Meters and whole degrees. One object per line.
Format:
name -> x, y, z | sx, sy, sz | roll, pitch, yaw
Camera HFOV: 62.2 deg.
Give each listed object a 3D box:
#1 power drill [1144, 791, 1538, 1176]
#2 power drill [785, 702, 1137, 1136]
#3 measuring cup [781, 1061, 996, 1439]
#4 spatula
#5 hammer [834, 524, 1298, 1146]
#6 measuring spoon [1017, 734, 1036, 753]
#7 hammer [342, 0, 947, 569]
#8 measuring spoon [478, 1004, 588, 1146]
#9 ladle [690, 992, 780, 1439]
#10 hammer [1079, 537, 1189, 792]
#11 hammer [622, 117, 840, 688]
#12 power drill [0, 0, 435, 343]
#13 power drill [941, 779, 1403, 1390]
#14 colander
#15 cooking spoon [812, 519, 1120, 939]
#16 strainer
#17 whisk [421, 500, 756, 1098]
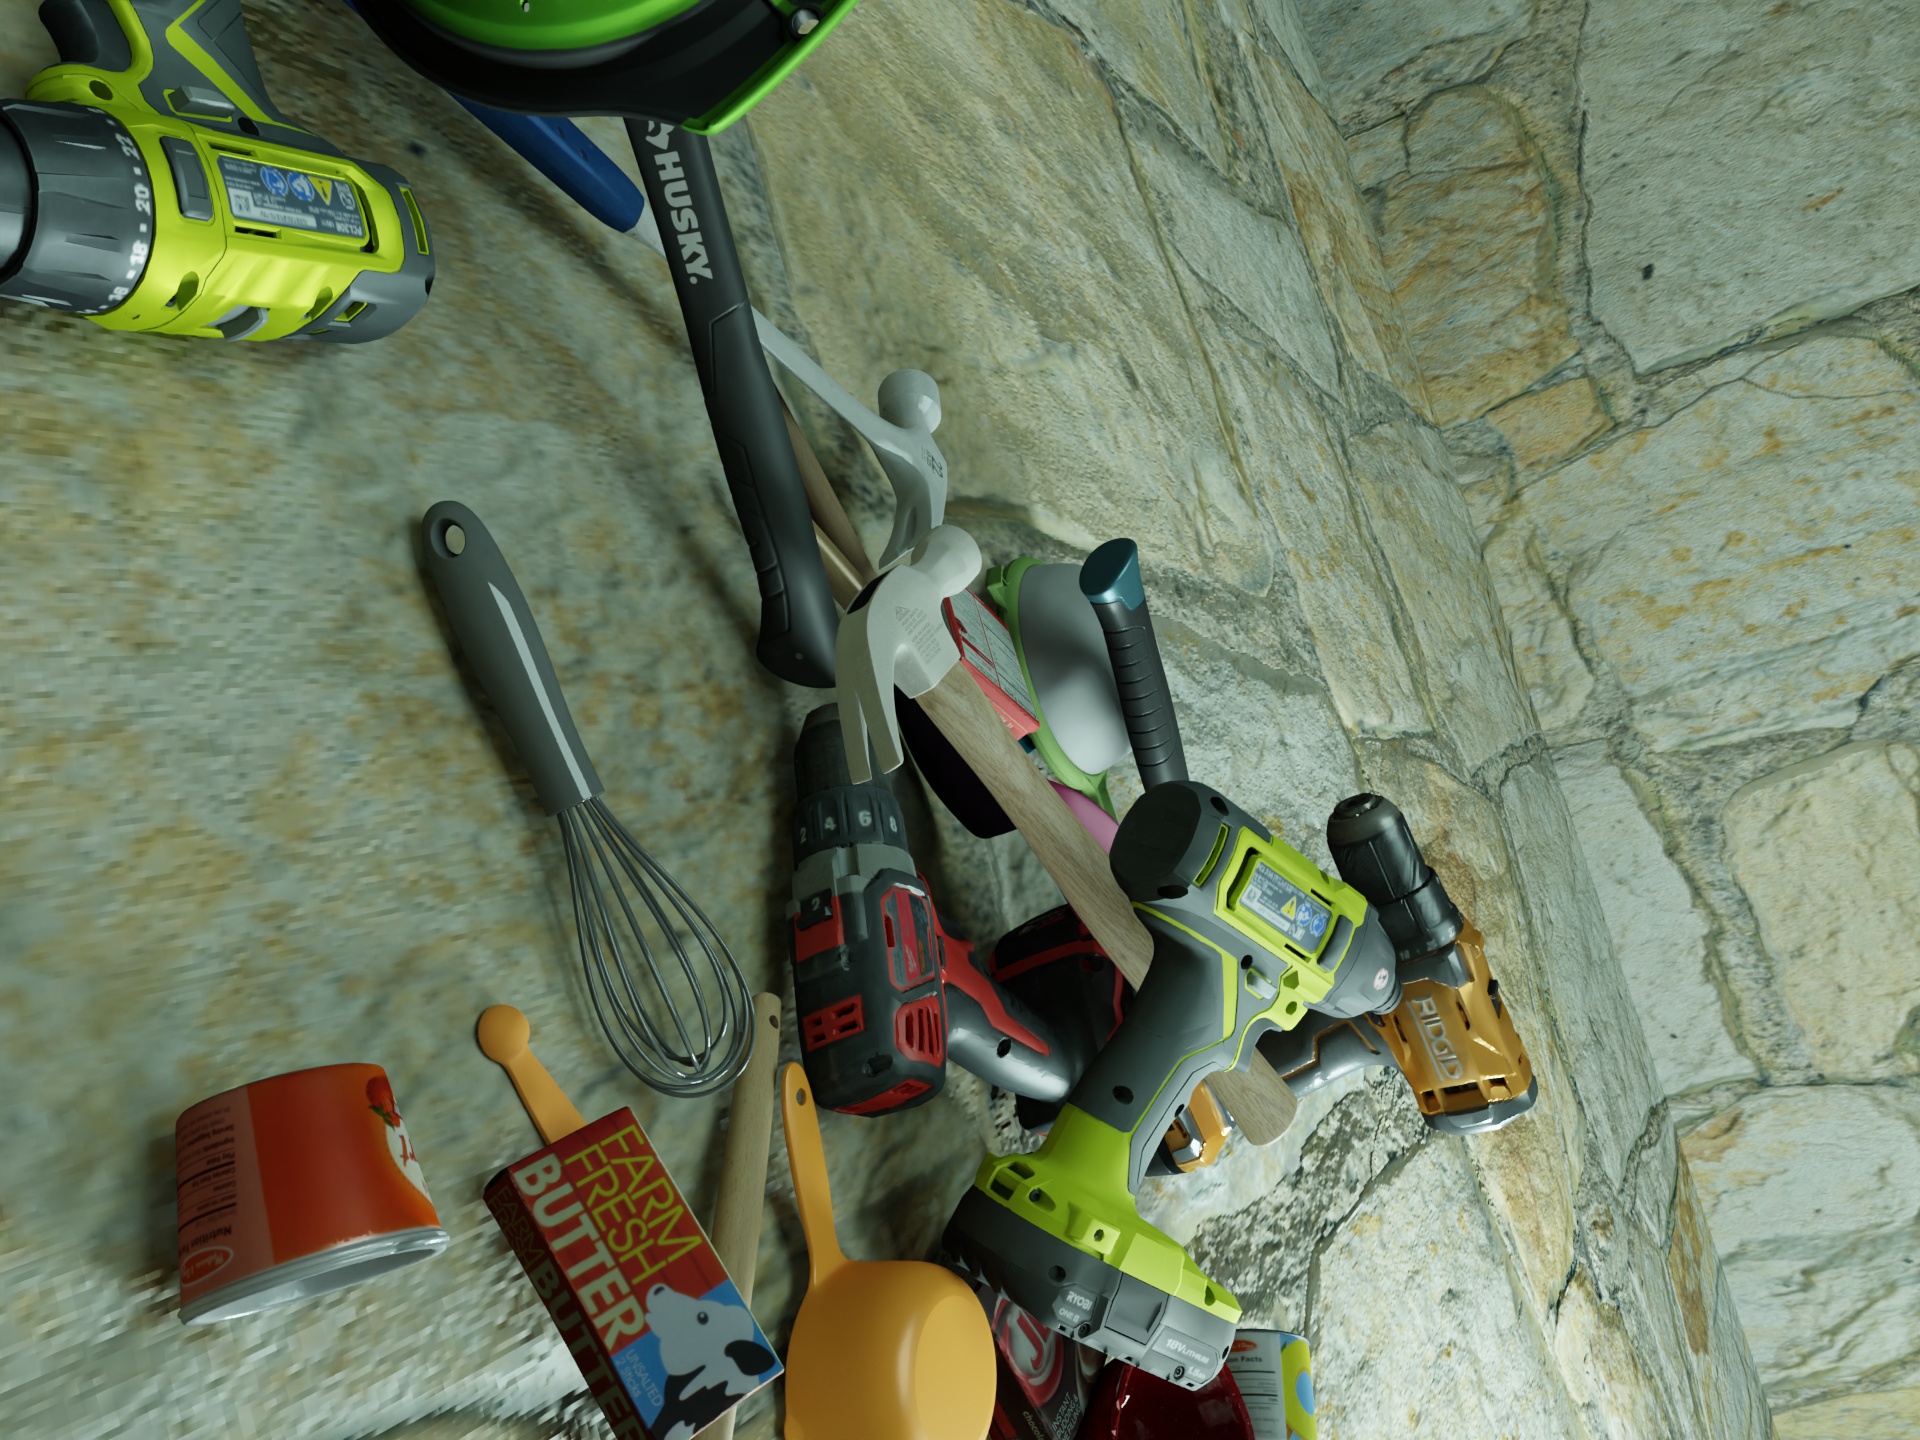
power drill -> 0.173, 0.148, 0.864 | 0.185, 0.226, 0.084 | 65, 29, -9
power drill -> 0.003, 0.103, 0.758 | 0.226, 0.080, 0.188 | 27, 45, -47
measuring cup -> -0.032, 0.218, 0.627 | 0.095, 0.052, 0.173 | -16, 94, -61
spatula -> -0.056, -0.079, 0.803 | 0.018, 0.060, 0.316 | -32, 97, -39
hammer -> 0.056, 0.071, 0.742 | 0.331, 0.031, 0.130 | 53, 43, -12
measuring spoon -> 0.020, 0.018, 0.907 | 0.042, 0.021, 0.128 | 65, 19, 0
hammer -> -0.138, -0.216, 0.710 | 0.405, 0.035, 0.144 | 38, 33, -38
measuring spoon -> -0.132, 0.147, 0.556 | 0.117, 0.011, 0.021 | 62, 29, -15
ladle -> -0.094, 0.233, 0.554 | 0.078, 0.062, 0.320 | 43, 32, -33
hammer -> 0.126, 0.051, 0.945 | 0.128, 0.033, 0.330 | -42, 124, -43
hammer -> -0.092, -0.158, 0.659 | 0.035, 0.146, 0.334 | -77, 158, -55
power drill -> -0.271, -0.229, 0.483 | 0.190, 0.080, 0.228 | -17, 91, -63
power drill -> 0.103, 0.160, 0.692 | 0.171, 0.080, 0.223 | 35, 78, -31
colander -> -0.191, -0.368, 0.534 | 0.397, 0.204, 0.094 | 44, 1, 13
cooking spoon -> -0.001, -0.002, 0.769 | 0.319, 0.017, 0.069 | 50, 42, -8
strainer -> 0.100, 0.013, 0.975 | 0.151, 0.069, 0.256 | -11, 83, -67
whisk -> -0.140, 0.028, 0.585 | 0.055, 0.055, 0.239 | -29, 94, -61
